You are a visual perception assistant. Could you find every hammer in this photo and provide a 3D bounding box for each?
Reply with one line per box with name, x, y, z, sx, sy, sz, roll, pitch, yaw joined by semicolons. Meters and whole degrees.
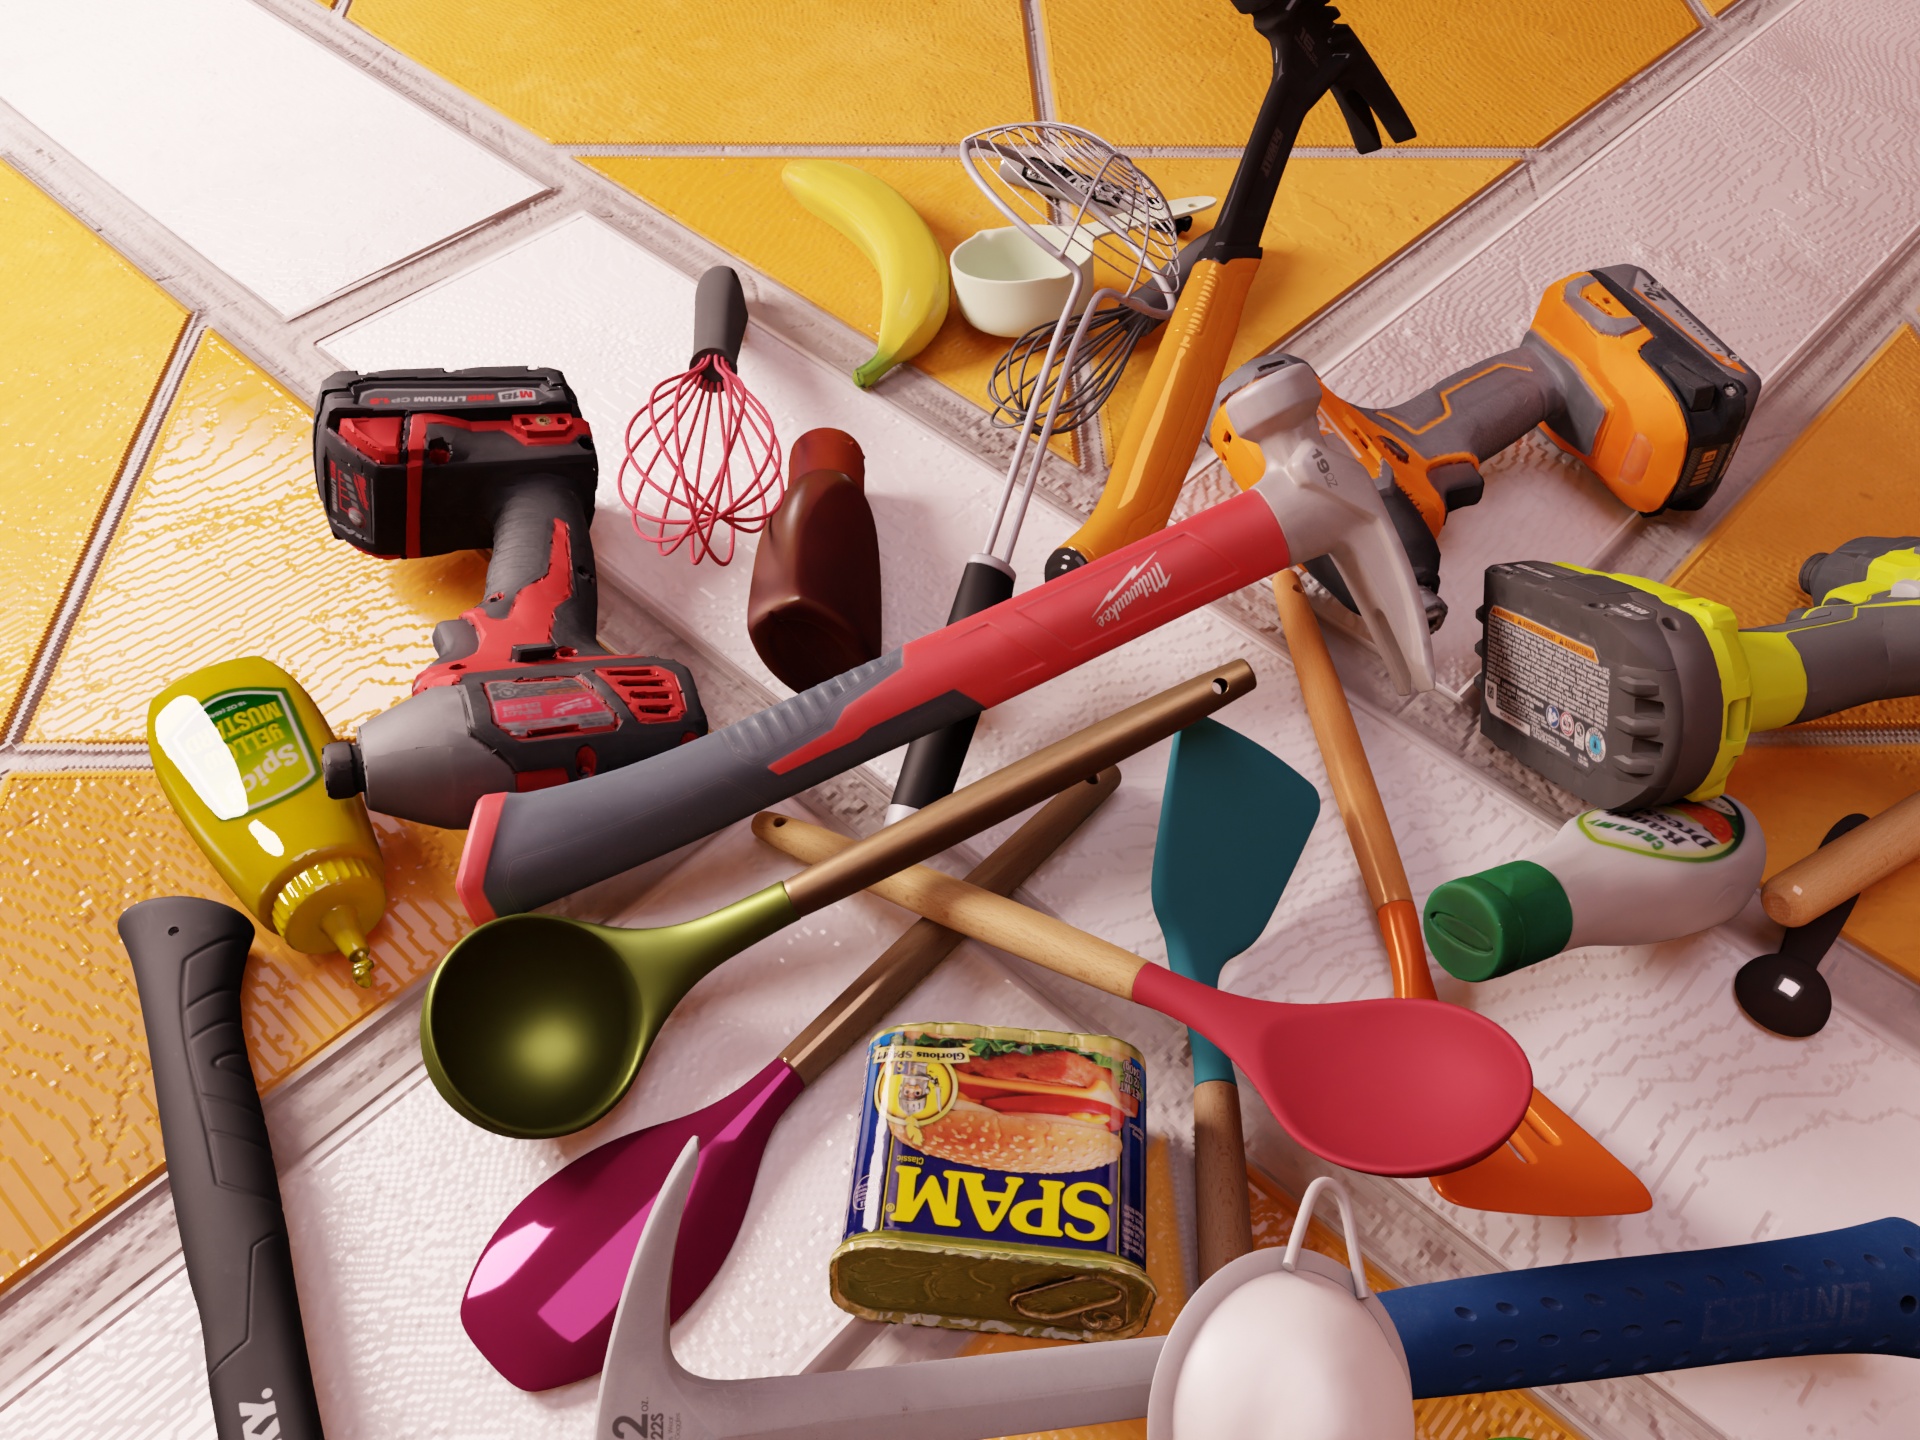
hammer;0.118;-0.185;0.720;0.034;0.127;0.337;1;63;49
hammer;-0.001;-0.002;0.612;0.386;0.038;0.143;-25;90;-12
hammer;-0.228;0.189;0.498;0.146;0.035;0.335;-19;53;-18
hammer;0.100;0.179;0.462;0.405;0.035;0.144;-2;79;-11

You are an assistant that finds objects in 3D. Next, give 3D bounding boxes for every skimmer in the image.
skimmer;0.017;-0.115;0.712;0.127;0.090;0.363;26;71;-26

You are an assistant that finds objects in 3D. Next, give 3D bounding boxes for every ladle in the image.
ladle;0.041;0.082;0.550;0.316;0.031;0.069;18;47;35
ladle;-0.036;0.051;0.560;0.320;0.062;0.078;-26;85;-4

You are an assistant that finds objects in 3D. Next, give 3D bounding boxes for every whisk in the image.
whisk;0.412;0.023;0.644;0.245;0.047;0.051;-23;47;-21
whisk;0.091;-0.212;0.840;0.055;0.055;0.239;30;50;21
whisk;-0.117;-0.157;0.747;0.073;0.073;0.296;-3;34;-4

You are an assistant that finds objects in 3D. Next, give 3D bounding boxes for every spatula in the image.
spatula;0.095;0.145;0.536;0.082;0.044;0.318;30;46;-31
spatula;0.169;0.049;0.623;0.081;0.041;0.323;6;47;-16

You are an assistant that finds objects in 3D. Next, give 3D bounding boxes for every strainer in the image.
strainer;0.065;0.246;0.404;0.086;0.050;0.258;27;78;-19

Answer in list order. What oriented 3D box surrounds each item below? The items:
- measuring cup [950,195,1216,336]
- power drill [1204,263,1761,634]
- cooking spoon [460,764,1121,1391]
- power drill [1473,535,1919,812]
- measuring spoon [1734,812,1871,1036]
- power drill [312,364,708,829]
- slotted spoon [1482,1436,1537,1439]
measuring cup;0.072;-0.250;0.868;0.167;0.038;0.083;-23;41;-22
power drill;0.249;-0.124;0.748;0.226;0.084;0.164;-18;53;-10
cooking spoon;-0.044;0.111;0.579;0.069;0.017;0.319;35;58;24
power drill;0.336;-0.031;0.652;0.223;0.080;0.171;-8;19;-10
measuring spoon;0.338;0.073;0.622;0.034;0.018;0.124;30;55;22
power drill;-0.201;-0.049;0.661;0.143;0.078;0.220;-8;53;-25
slotted spoon;0.100;0.321;0.404;0.070;0.031;0.314;26;55;23
